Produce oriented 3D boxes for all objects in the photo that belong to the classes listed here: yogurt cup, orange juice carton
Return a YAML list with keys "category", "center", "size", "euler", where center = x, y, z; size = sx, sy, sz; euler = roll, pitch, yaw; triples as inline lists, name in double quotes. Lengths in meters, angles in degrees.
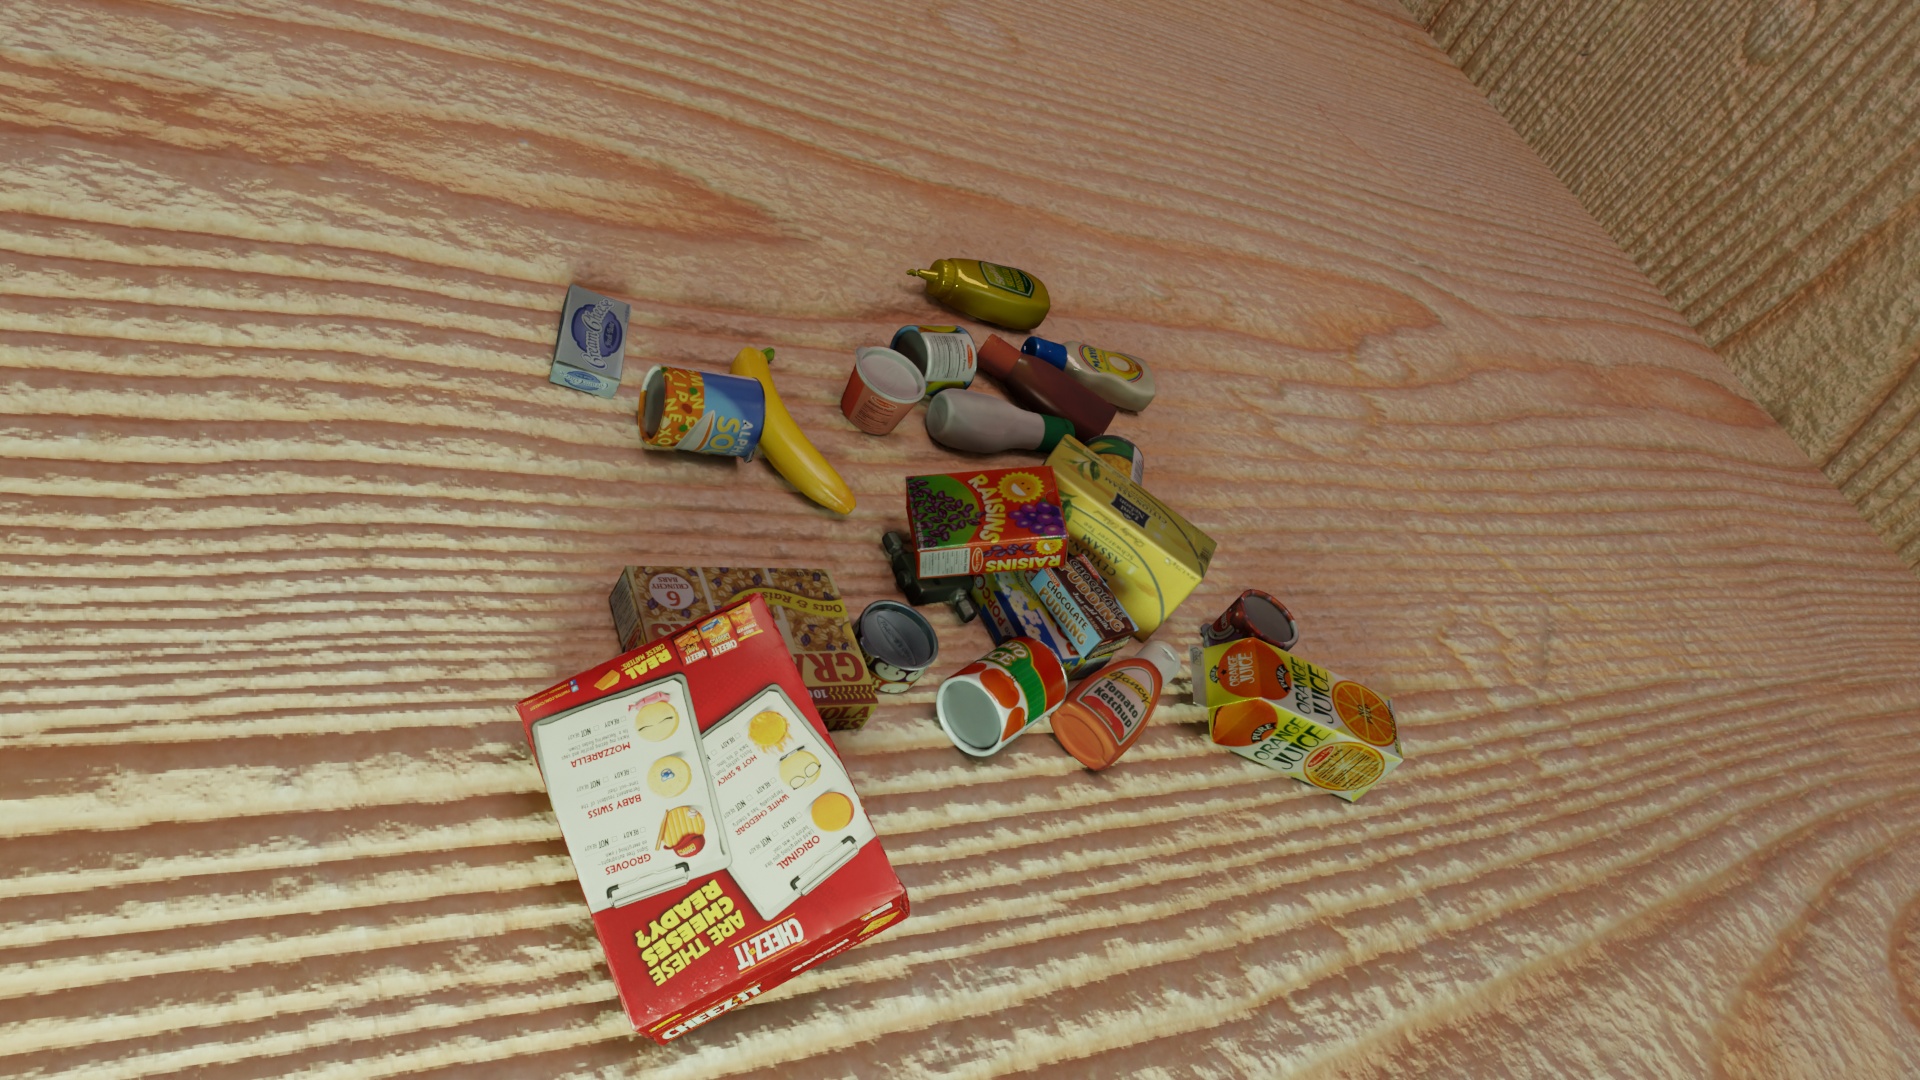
- category: "yogurt cup"
  center: [-0.072, -0.132, 1.248]
  size: [0.072, 0.053, 0.073]
  euler: [20, 41, -19]
- category: "orange juice carton"
  center: [0.281, 0.149, 1.205]
  size: [0.193, 0.072, 0.072]
  euler: [24, 40, -14]

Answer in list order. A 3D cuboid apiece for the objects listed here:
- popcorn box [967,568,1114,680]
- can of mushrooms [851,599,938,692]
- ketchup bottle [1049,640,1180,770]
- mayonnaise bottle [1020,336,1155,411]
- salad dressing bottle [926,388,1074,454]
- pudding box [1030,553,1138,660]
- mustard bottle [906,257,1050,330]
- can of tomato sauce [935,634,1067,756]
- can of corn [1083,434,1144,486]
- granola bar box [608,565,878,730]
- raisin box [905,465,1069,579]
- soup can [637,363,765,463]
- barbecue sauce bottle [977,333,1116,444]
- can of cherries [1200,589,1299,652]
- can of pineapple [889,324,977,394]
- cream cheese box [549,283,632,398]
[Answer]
- category: "popcorn box"
  center: [0.062, 0.058, 1.164]
  size: [0.085, 0.038, 0.127]
  euler: [-3, 52, -38]
- category: "can of mushrooms"
  center: [-0.055, 0.081, 1.059]
  size: [0.071, 0.033, 0.071]
  euler: [21, 41, -19]
- category: "ketchup bottle"
  center: [0.133, 0.129, 1.141]
  size: [0.065, 0.043, 0.149]
  euler: [47, 39, 8]
- category: "mayonnaise bottle"
  center: [0.133, -0.179, 1.458]
  size: [0.148, 0.041, 0.065]
  euler: [12, 46, -28]
- category: "salad dressing bottle"
  center: [0.040, -0.108, 1.316]
  size: [0.148, 0.043, 0.064]
  euler: [7, 45, -33]
- category: "pudding box"
  center: [0.102, 0.054, 1.142]
  size: [0.050, 0.030, 0.084]
  euler: [-10, 58, -44]
- category: "mustard bottle"
  center: [0.017, -0.264, 1.453]
  size: [0.160, 0.048, 0.065]
  euler: [8, 44, -30]
- category: "can of tomato sauce"
  center: [0.030, 0.116, 1.058]
  size: [0.071, 0.070, 0.083]
  euler: [47, 40, 14]
- category: "can of corn"
  center: [0.137, -0.057, 1.318]
  size: [0.071, 0.070, 0.058]
  euler: [27, 39, -11]
- category: "granola bar box"
  center: [-0.152, 0.077, 0.986]
  size: [0.166, 0.038, 0.124]
  euler: [2, 50, -35]
- category: "raisin box"
  center: [0.021, -0.017, 1.135]
  size: [0.123, 0.039, 0.086]
  euler: [-4, 46, -6]
- category: "soup can"
  center: [-0.207, -0.101, 1.109]
  size: [0.084, 0.071, 0.071]
  euler: [6, 47, -32]
- category: "barbecue sauce bottle"
  center: [0.083, -0.152, 1.392]
  size: [0.148, 0.043, 0.065]
  euler: [34, 39, -1]
- category: "can of cherries"
  center: [0.264, 0.085, 1.269]
  size: [0.071, 0.058, 0.072]
  euler: [21, 41, -19]
- category: "can of pineapple"
  center: [-0.028, -0.170, 1.313]
  size: [0.058, 0.070, 0.071]
  euler: [-5, 54, -40]
- category: "cream cheese box"
  center: [-0.301, -0.163, 1.135]
  size: [0.053, 0.024, 0.104]
  euler: [17, 42, -22]
